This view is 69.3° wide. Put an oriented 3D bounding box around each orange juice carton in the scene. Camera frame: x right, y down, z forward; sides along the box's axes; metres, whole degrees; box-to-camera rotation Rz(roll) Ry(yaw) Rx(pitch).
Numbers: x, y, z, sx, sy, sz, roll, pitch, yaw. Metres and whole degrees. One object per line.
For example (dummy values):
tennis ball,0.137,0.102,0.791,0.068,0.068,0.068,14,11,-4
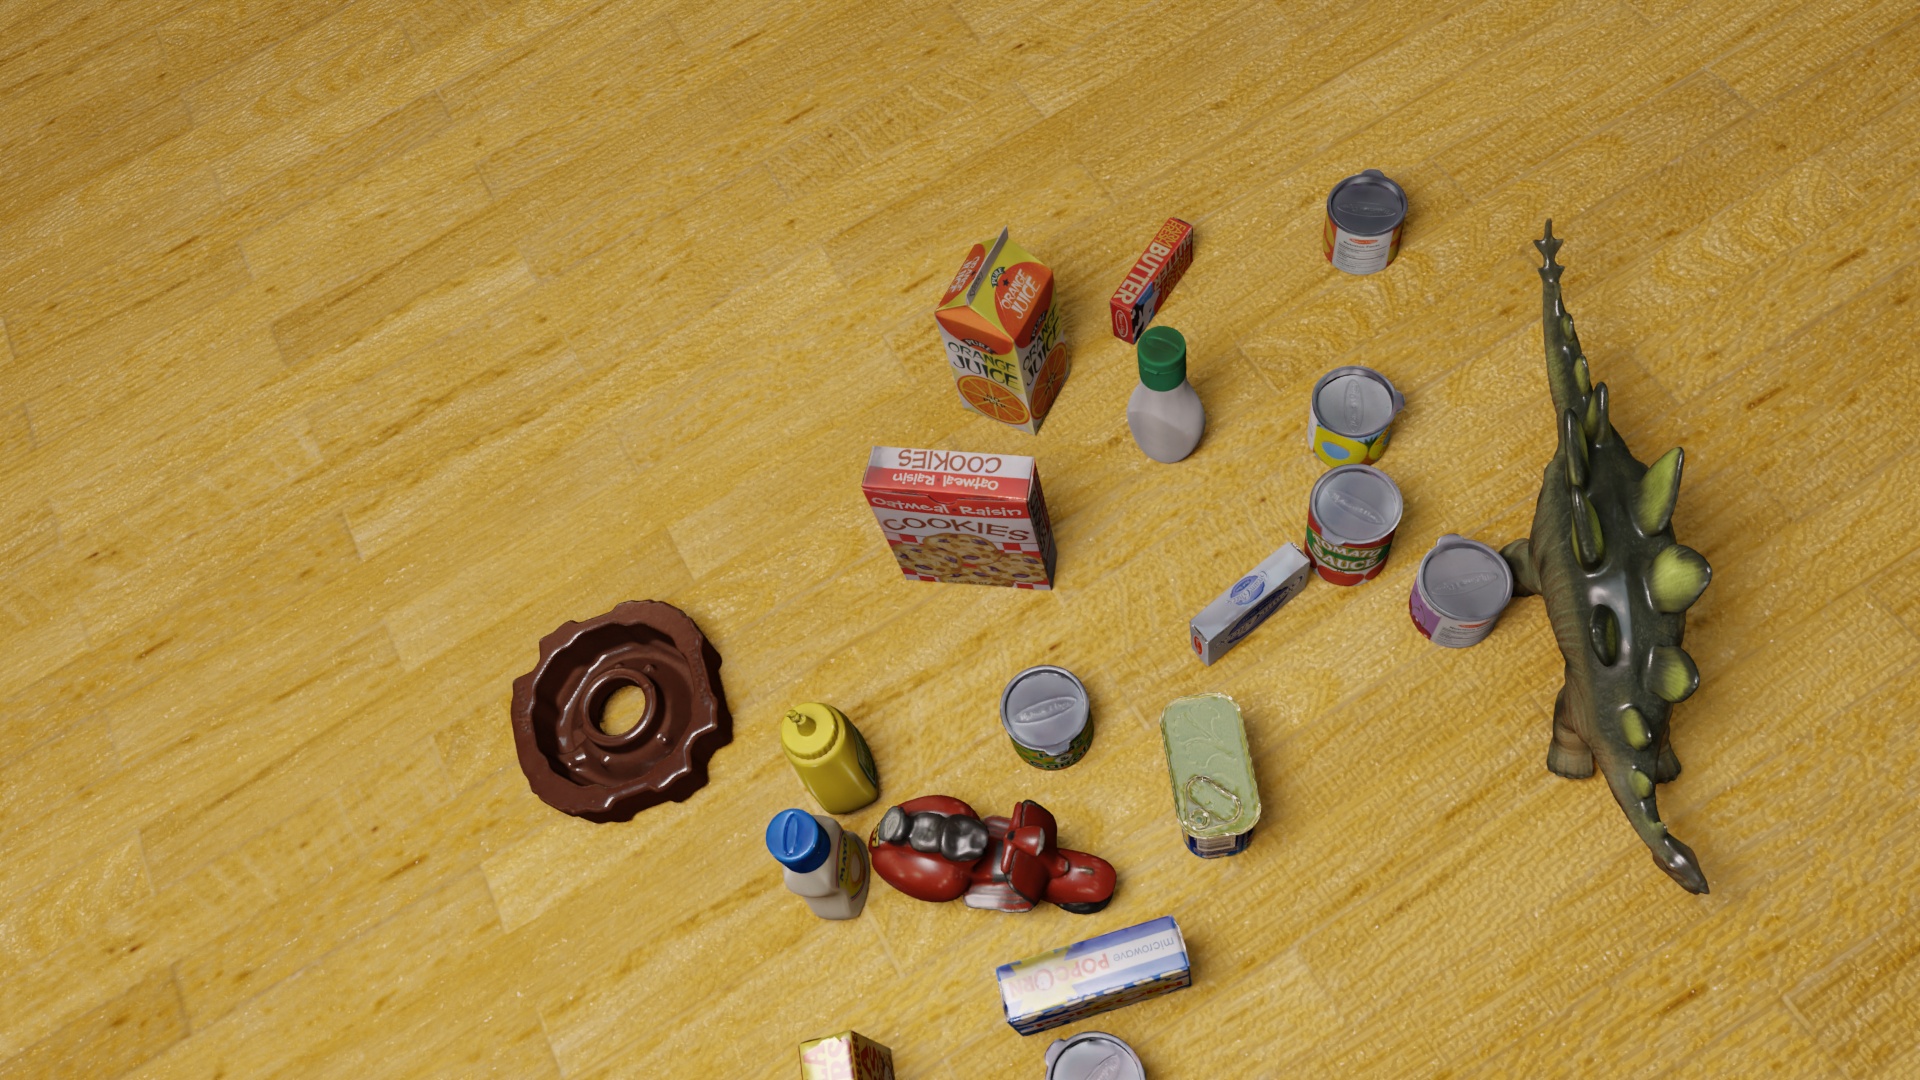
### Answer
orange juice carton,0.034,-0.170,1.121,0.073,0.192,0.072,23,71,19

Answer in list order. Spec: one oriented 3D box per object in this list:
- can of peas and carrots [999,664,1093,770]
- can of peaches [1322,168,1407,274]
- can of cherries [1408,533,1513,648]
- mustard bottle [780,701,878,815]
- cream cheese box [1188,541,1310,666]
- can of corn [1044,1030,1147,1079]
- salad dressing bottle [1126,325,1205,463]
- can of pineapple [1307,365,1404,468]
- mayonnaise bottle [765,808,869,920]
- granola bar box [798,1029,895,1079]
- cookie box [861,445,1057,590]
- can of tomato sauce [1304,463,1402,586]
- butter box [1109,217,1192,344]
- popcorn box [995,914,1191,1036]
can of peas and carrots,0.067,0.136,1.042,0.071,0.058,0.071,-4,64,8
can of peaches,0.347,-0.272,1.192,0.071,0.058,0.071,-4,64,8
can of cherries,0.372,0.038,1.037,0.071,0.058,0.072,-4,64,8
mustard bottle,-0.098,0.152,1.006,0.049,0.159,0.065,-20,63,0
cream cheese box,0.220,0.049,1.061,0.104,0.053,0.024,-38,64,-9
can of corn,0.090,0.364,0.928,0.071,0.058,0.071,-4,64,8
salad dressing bottle,0.161,-0.114,1.097,0.064,0.147,0.044,24,71,20
can of pineapple,0.315,-0.097,1.112,0.071,0.057,0.071,-4,64,8
mayonnaise bottle,-0.099,0.225,0.978,0.041,0.147,0.065,-1,65,10
granola bar box,-0.063,0.411,0.895,0.039,0.123,0.166,-13,63,4
cookie box,0.004,-0.013,1.065,0.123,0.166,0.040,4,66,12
can of tomato sauce,0.297,-0.009,1.059,0.071,0.082,0.071,-4,64,8
butter box,0.166,-0.225,1.203,0.024,0.053,0.104,29,73,21
popcorn box,0.092,0.297,0.945,0.127,0.085,0.038,-17,63,1
